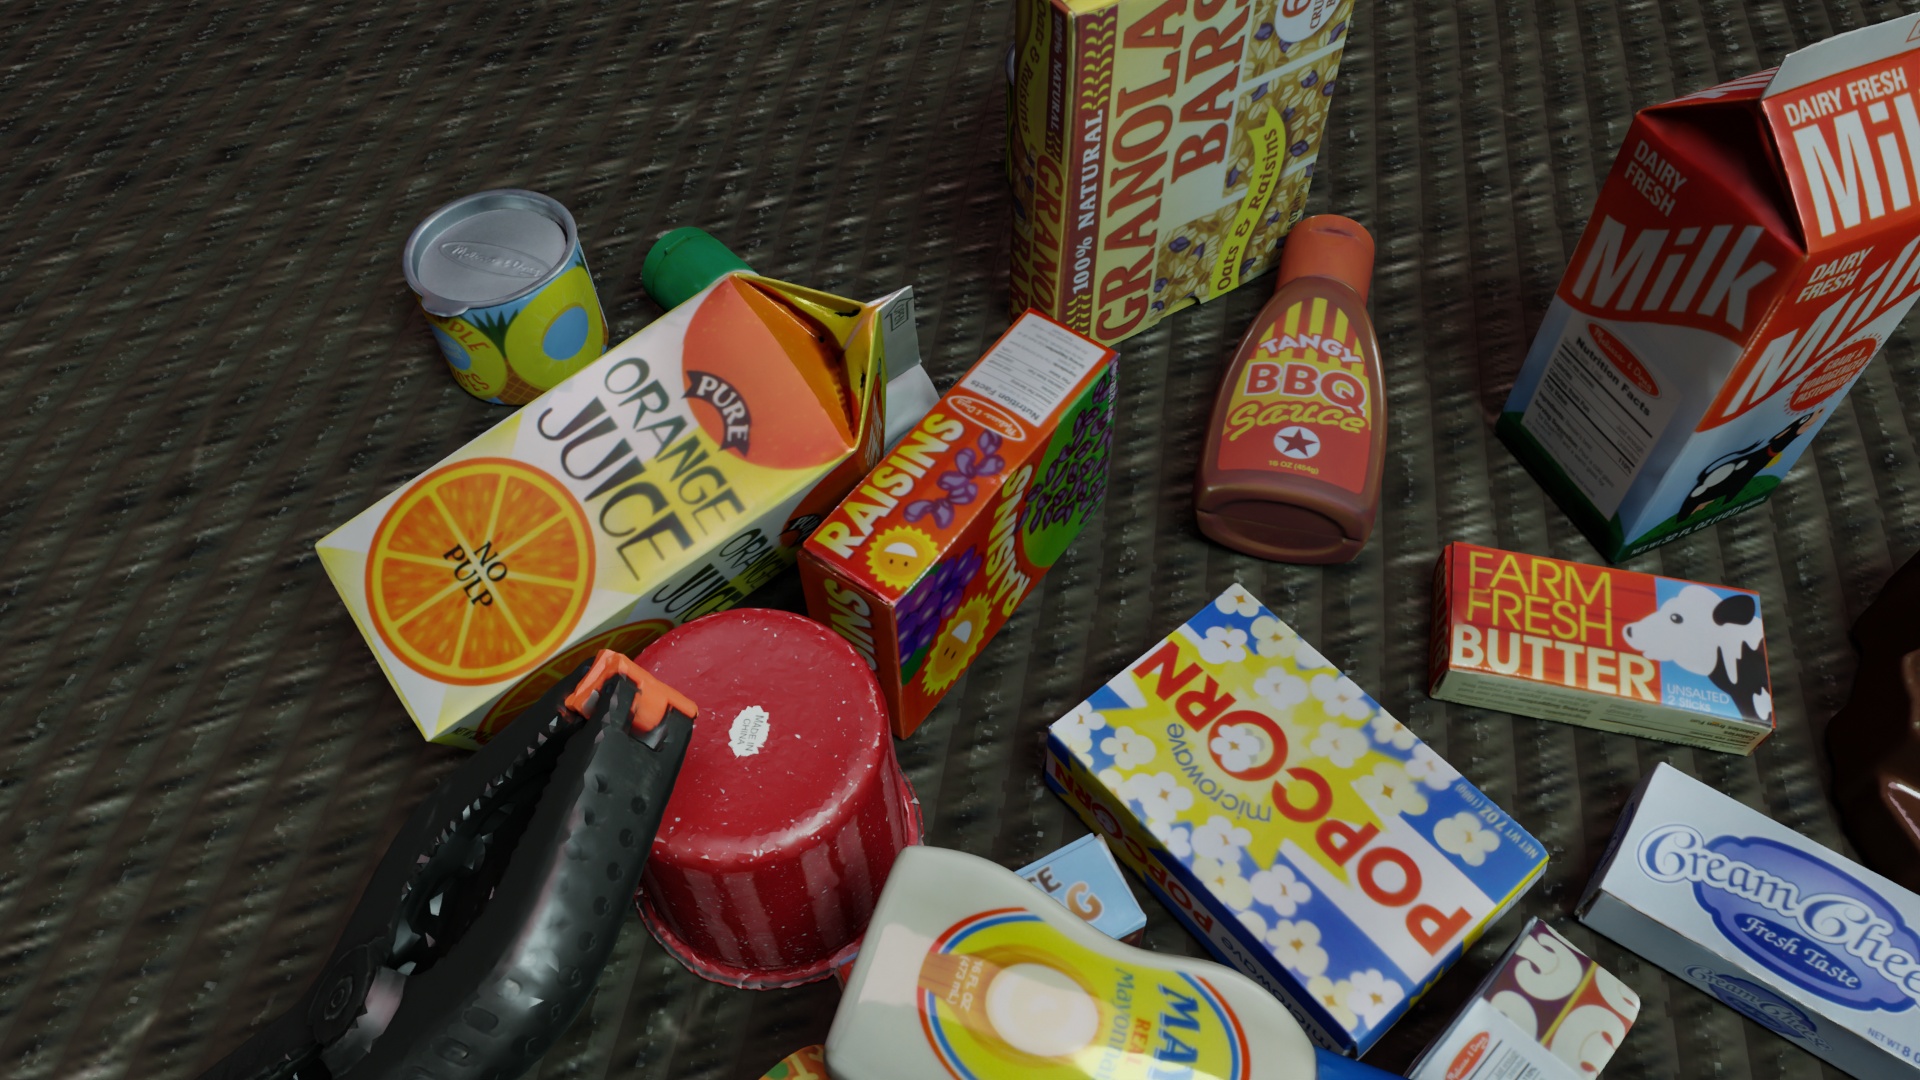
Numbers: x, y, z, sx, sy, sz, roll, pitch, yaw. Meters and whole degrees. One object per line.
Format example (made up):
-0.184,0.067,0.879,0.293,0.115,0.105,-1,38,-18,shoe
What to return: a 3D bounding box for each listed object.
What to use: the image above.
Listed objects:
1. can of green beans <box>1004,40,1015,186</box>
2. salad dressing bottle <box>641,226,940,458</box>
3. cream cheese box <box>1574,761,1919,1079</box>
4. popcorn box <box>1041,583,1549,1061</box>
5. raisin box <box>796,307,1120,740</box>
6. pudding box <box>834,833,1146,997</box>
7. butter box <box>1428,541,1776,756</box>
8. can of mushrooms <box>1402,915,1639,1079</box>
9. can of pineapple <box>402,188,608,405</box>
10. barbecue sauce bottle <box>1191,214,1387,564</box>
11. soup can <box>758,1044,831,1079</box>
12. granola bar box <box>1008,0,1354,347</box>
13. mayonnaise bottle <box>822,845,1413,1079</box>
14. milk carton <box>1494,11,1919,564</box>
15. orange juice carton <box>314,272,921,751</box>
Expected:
0.052,-0.185,0.609,0.071,0.057,0.071,-1,54,1,can of green beans
-0.068,-0.072,0.539,0.064,0.043,0.148,-40,61,-15,salad dressing bottle
0.241,0.114,0.405,0.104,0.024,0.053,29,58,21,cream cheese box
0.098,0.083,0.422,0.085,0.038,0.127,-34,60,-21,popcorn box
0.002,-0.006,0.462,0.040,0.085,0.124,30,60,20,raisin box
0.009,0.120,0.392,0.084,0.049,0.030,-23,58,-14,pudding box
0.211,0.035,0.463,0.103,0.024,0.053,10,55,9,butter box
0.146,0.134,0.368,0.033,0.070,0.071,38,63,26,can of mushrooms
-0.180,-0.095,0.550,0.071,0.057,0.071,-1,54,2,can of pineapple
0.130,-0.062,0.525,0.065,0.043,0.149,11,55,11,barbecue sauce bottle
-0.022,0.176,0.343,0.084,0.071,0.071,32,61,23,soup can
0.080,-0.152,0.518,0.124,0.164,0.039,-27,59,-17,granola bar box
0.045,0.127,0.337,0.148,0.041,0.065,18,62,6,mayonnaise bottle
0.249,-0.083,0.446,0.072,0.189,0.074,-20,56,-12,milk carton
-0.093,-0.017,0.446,0.193,0.071,0.073,-35,78,-6,orange juice carton
